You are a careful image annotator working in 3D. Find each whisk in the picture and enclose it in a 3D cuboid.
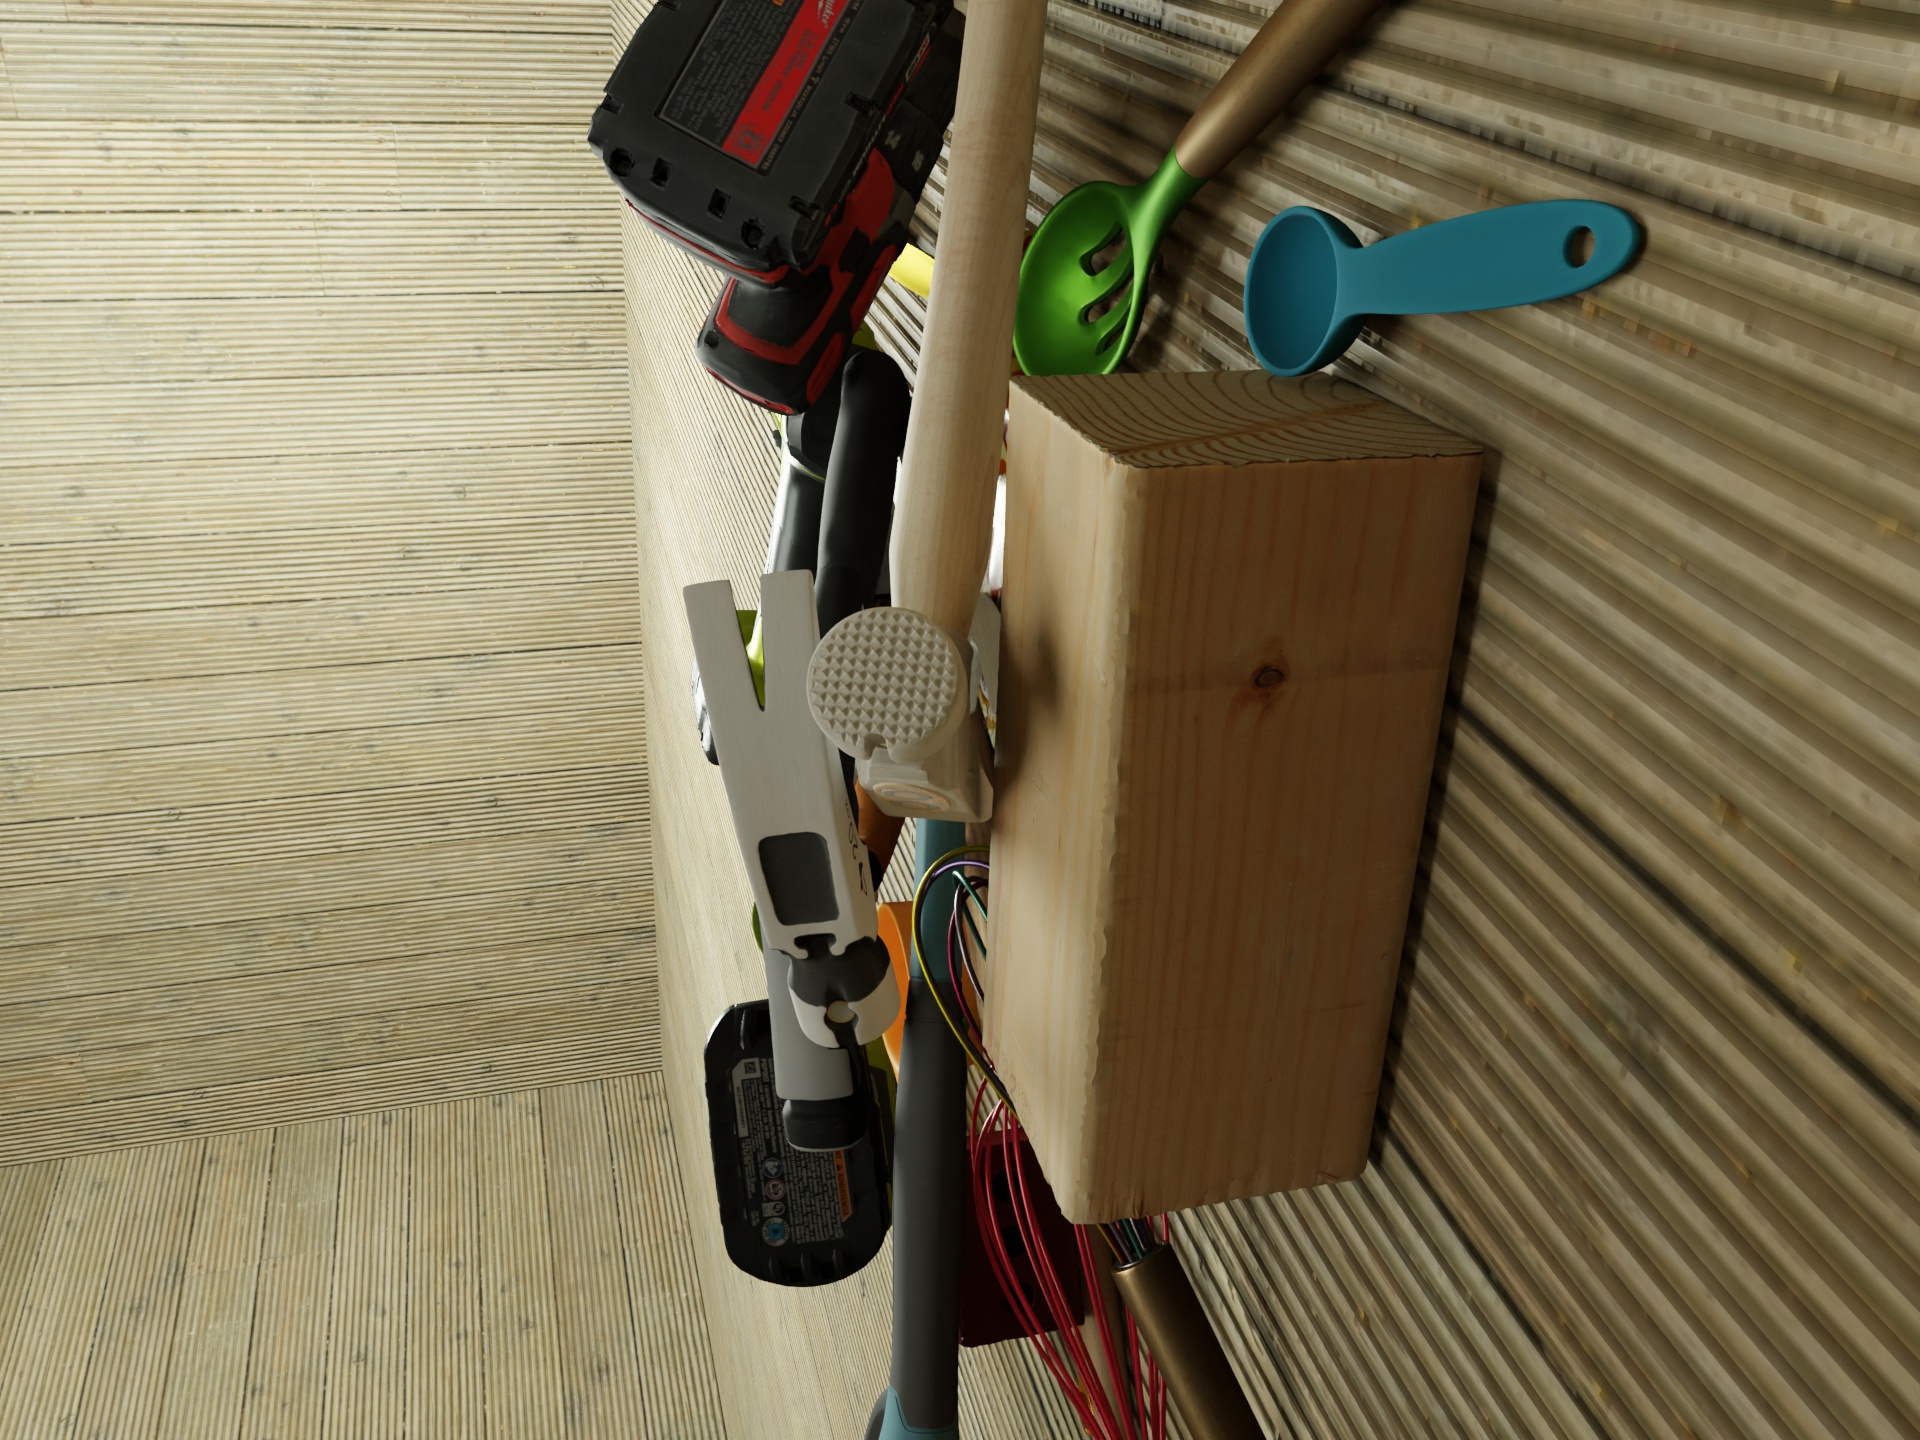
[{"bbox_3d":[0.063,0.260,0.571,0.073,0.073,0.296,129,128,-69],"label":"whisk"},{"bbox_3d":[0.052,0.152,0.516,0.245,0.047,0.051,64,157,8],"label":"whisk"}]

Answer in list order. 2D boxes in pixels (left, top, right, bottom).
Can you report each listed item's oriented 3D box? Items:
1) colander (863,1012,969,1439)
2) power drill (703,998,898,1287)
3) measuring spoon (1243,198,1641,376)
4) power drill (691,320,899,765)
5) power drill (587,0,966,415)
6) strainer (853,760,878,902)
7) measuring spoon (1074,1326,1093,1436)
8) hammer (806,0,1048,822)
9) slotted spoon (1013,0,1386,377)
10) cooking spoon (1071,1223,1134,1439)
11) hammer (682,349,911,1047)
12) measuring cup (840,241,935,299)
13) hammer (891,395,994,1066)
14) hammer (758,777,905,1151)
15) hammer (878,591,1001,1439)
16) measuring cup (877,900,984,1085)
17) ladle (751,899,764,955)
[{"bbox_3d":[0.014,0.334,0.731,0.204,0.094,0.397,164,111,-79],"label":"colander"},{"bbox_3d":[-0.073,0.191,0.856,0.228,0.080,0.190,42,-140,-85],"label":"power drill"},{"bbox_3d":[0.110,-0.103,0.367,0.129,0.021,0.042,-161,69,-63],"label":"measuring spoon"},{"bbox_3d":[-0.085,-0.099,0.827,0.171,0.080,0.223,-117,36,-59],"label":"power drill"},{"bbox_3d":[-0.049,-0.225,0.604,0.188,0.080,0.226,-61,-1,-2],"label":"power drill"},{"bbox_3d":[-0.069,0.052,0.870,0.050,0.087,0.258,-45,4,16],"label":"strainer"},{"bbox_3d":[0.056,0.249,0.686,0.021,0.011,0.117,171,97,-73],"label":"measuring spoon"},{"bbox_3d":[0.010,-0.174,0.488,0.146,0.038,0.411,65,-149,-75],"label":"hammer"},{"bbox_3d":[0.077,-0.166,0.437,0.314,0.031,0.070,151,112,-71],"label":"slotted spoon"},{"bbox_3d":[0.062,0.274,0.652,0.069,0.017,0.319,156,108,-67],"label":"cooking spoon"},{"bbox_3d":[-0.042,-0.056,0.567,0.335,0.035,0.146,-88,-11,-55],"label":"hammer"},{"bbox_3d":[-0.030,-0.244,0.818,0.157,0.029,0.062,47,141,48],"label":"measuring cup"},{"bbox_3d":[-0.001,-0.002,0.764,0.130,0.031,0.331,127,135,-68],"label":"hammer"},{"bbox_3d":[-0.045,0.052,0.728,0.337,0.034,0.127,-78,-15,-72],"label":"hammer"},{"bbox_3d":[-0.010,0.111,0.597,0.128,0.033,0.331,151,121,-75],"label":"hammer"},{"bbox_3d":[-0.005,0.175,0.803,0.095,0.052,0.173,169,94,-75],"label":"measuring cup"},{"bbox_3d":[-0.080,0.159,1.061,0.320,0.062,0.078,-168,73,-71],"label":"ladle"}]
